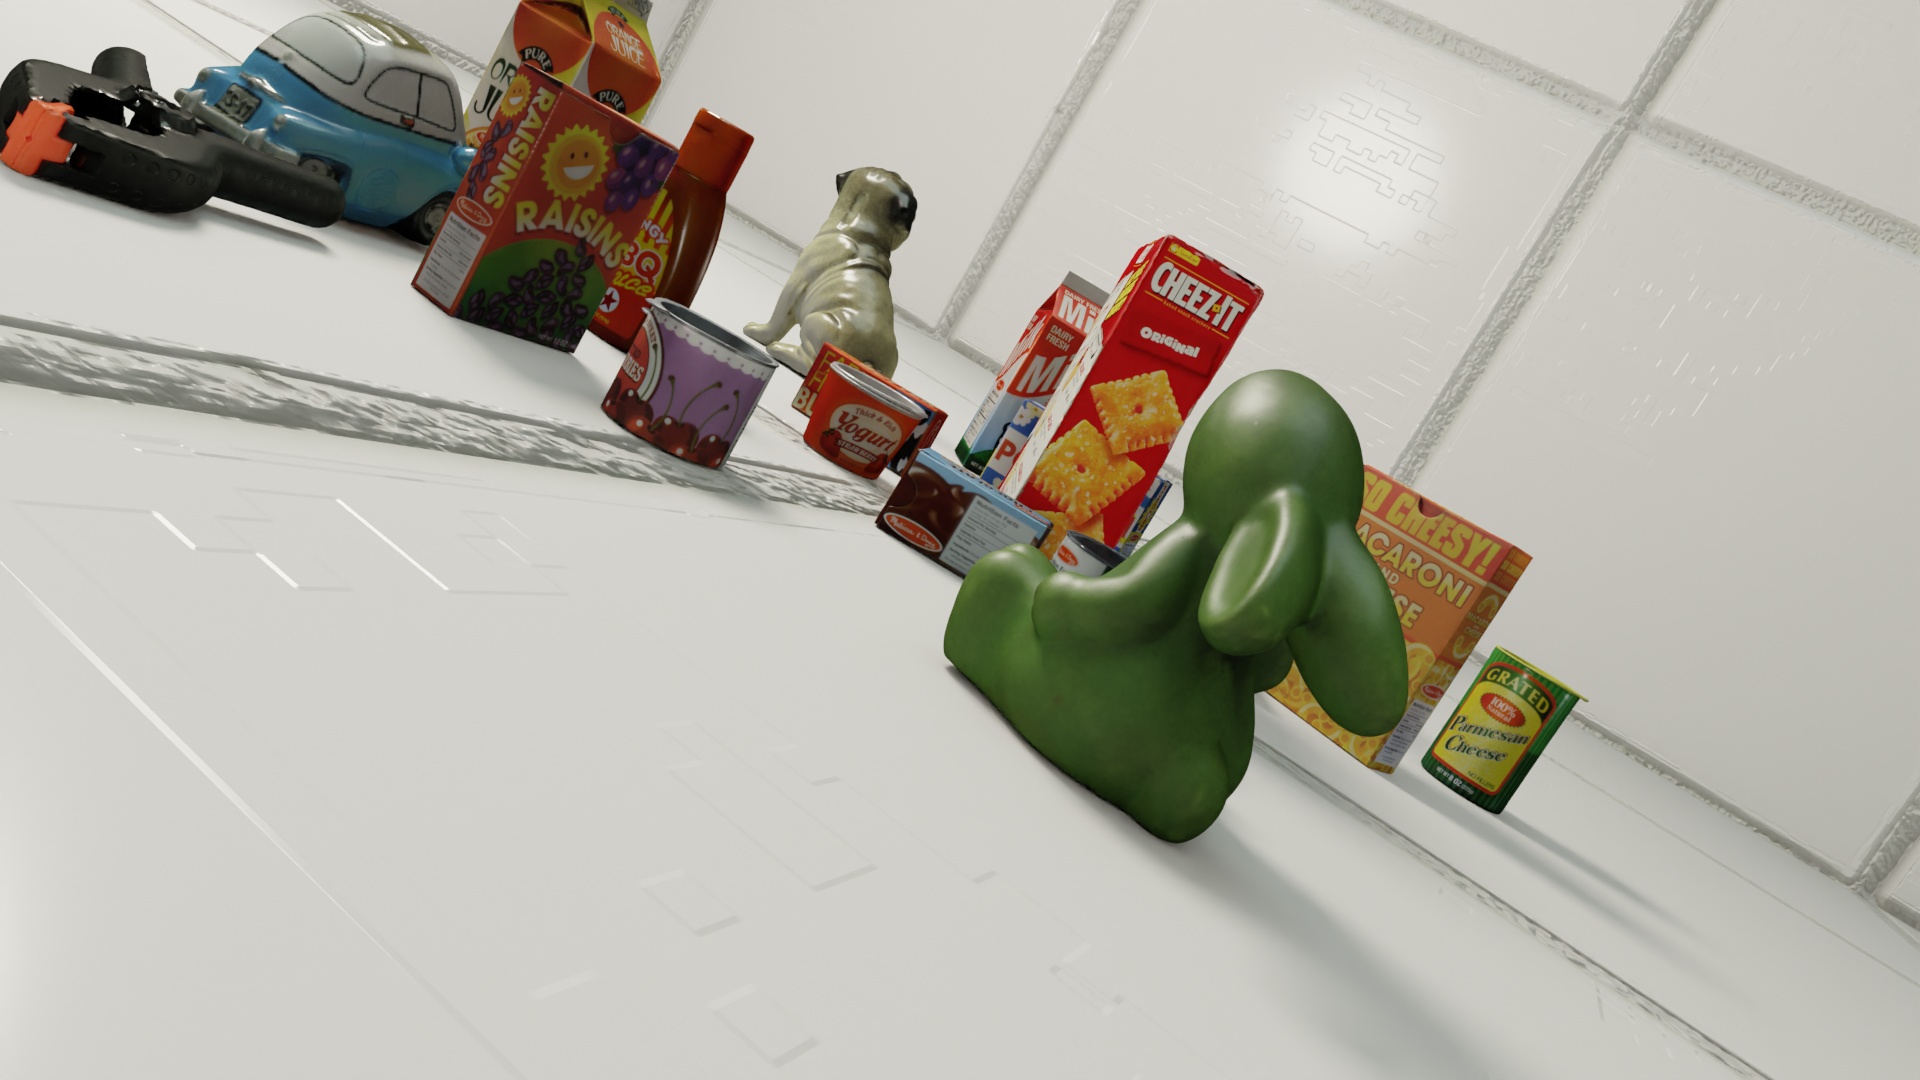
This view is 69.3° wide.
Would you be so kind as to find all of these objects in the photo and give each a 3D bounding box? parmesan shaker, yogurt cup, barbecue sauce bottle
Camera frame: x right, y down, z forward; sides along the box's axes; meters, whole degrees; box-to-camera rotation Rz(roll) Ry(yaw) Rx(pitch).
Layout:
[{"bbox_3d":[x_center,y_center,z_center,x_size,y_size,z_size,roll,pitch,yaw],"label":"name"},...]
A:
[{"bbox_3d":[0.388,0.137,0.994,0.071,0.103,0.071,29,9,-5],"label":"parmesan shaker"},{"bbox_3d":[-0.064,-0.075,0.881,0.072,0.054,0.072,29,9,-5],"label":"yogurt cup"},{"bbox_3d":[-0.174,-0.185,0.835,0.065,0.148,0.043,35,10,27],"label":"barbecue sauce bottle"}]

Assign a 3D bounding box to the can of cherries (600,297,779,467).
[{"bbox_3d":[-0.132,-0.076,0.664,0.071,0.058,0.071,29,9,-5],"label":"can of cherries"}]

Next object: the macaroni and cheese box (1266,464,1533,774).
[{"bbox_3d":[0.275,0.049,0.916,0.040,0.166,0.124,21,12,-46],"label":"macaroni and cheese box"}]

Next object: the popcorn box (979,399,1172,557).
[{"bbox_3d":[0.083,-0.040,1.056,0.127,0.085,0.038,33,9,17],"label":"popcorn box"}]

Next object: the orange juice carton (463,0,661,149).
[{"bbox_3d":[-0.263,-0.274,0.899,0.073,0.192,0.072,34,9,22],"label":"orange juice carton"}]

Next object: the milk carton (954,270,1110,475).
[{"bbox_3d":[0.075,-0.136,1.216,0.072,0.190,0.073,28,9,-12],"label":"milk carton"}]

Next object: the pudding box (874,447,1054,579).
[{"bbox_3d":[0.003,-0.009,0.751,0.084,0.049,0.030,31,9,4],"label":"pudding box"}]

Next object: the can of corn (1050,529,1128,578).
[{"bbox_3d":[0.068,0.037,0.678,0.071,0.058,0.071,29,9,-5],"label":"can of corn"}]

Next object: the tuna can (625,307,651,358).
[{"bbox_3d":[-0.160,-0.104,0.805,0.071,0.032,0.071,29,9,-5],"label":"tuna can"}]

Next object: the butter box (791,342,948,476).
[{"bbox_3d":[-0.065,-0.092,0.973,0.103,0.053,0.024,33,9,18],"label":"butter box"}]

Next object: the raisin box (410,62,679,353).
[{"bbox_3d":[-0.207,-0.164,0.698,0.040,0.123,0.086,35,10,28],"label":"raisin box"}]
